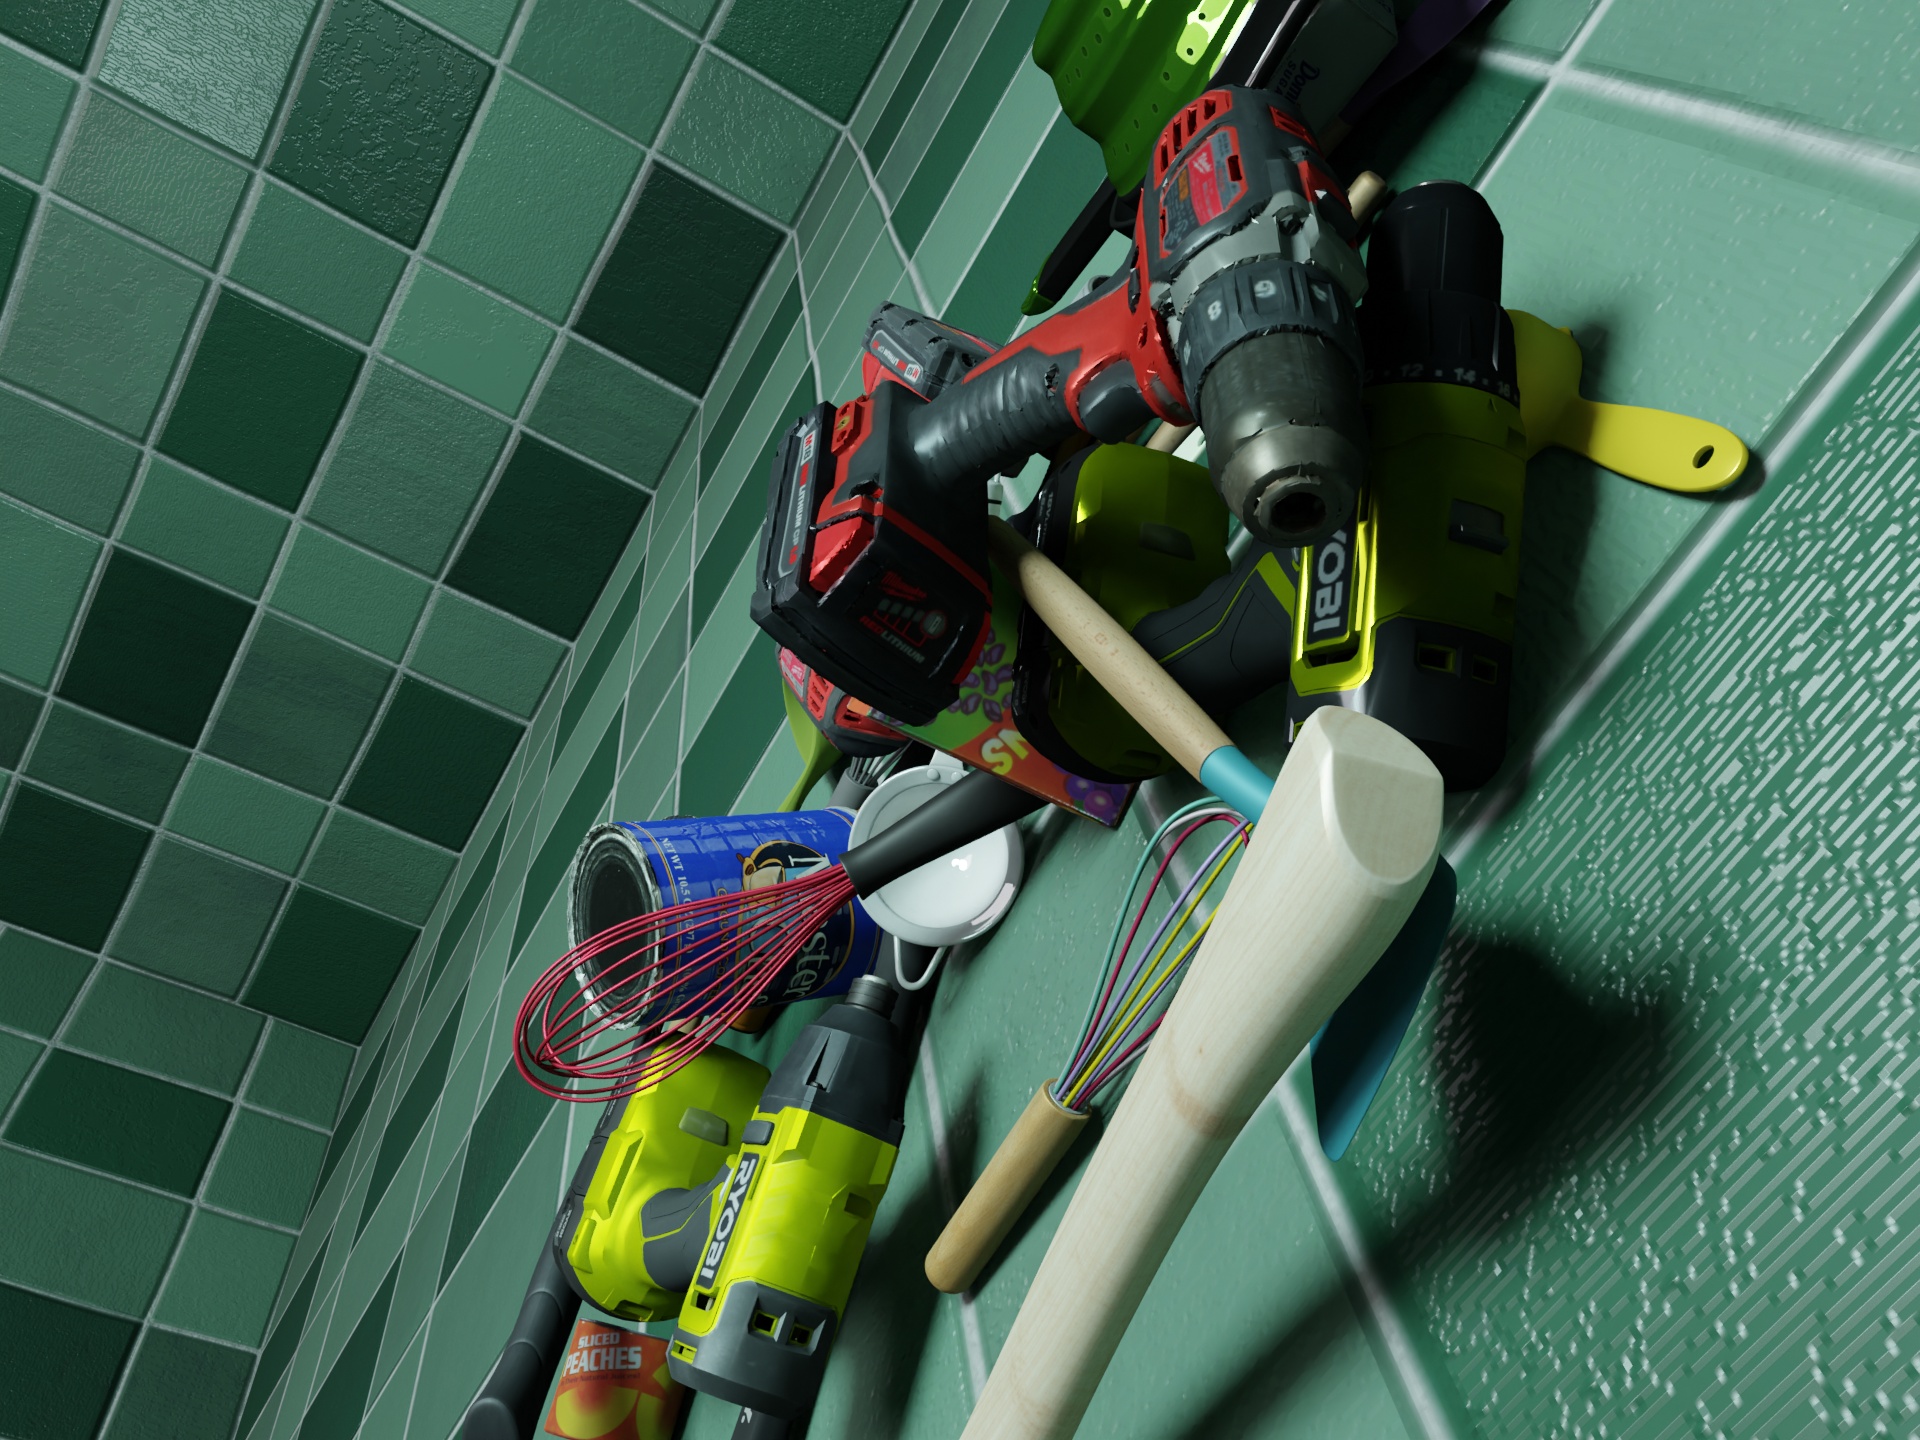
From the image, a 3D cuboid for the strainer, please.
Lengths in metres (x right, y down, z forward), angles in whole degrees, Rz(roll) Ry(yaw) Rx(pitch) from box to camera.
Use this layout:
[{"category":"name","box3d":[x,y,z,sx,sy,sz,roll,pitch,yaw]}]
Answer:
[{"category":"strainer","box3d":[-0.001,-0.002,0.755,0.050,0.087,0.258,-19,-63,-75]}]

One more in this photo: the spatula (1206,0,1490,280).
[{"category":"spatula","box3d":[0.173,-0.279,0.787,0.316,0.018,0.060,-41,28,46]}]

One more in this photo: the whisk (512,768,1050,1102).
[{"category":"whisk","box3d":[-0.066,0.081,0.714,0.296,0.073,0.073,-30,20,-6]}]

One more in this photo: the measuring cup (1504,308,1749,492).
[{"category":"measuring cup","box3d":[0.190,-0.098,0.500,0.062,0.029,0.157,-60,17,12]}]

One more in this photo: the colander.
[{"category":"colander","box3d":[0.073,-0.322,0.819,0.204,0.094,0.397,-67,11,-18]}]

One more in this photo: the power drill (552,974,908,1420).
[{"category":"power drill","box3d":[-0.099,0.201,0.712,0.223,0.080,0.171,-22,44,59]}]

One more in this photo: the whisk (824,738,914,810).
[{"category":"whisk","box3d":[-0.062,0.037,0.960,0.239,0.055,0.055,-61,19,23]}]

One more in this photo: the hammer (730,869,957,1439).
[{"category":"hammer","box3d":[-0.059,0.226,0.735,0.146,0.035,0.335,-29,40,60]}]

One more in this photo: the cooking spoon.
[{"category":"cooking spoon","box3d":[0.102,-0.138,0.792,0.318,0.017,0.069,-51,24,36]}]

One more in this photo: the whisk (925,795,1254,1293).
[{"category":"whisk","box3d":[0.048,0.123,0.579,0.245,0.051,0.047,-60,25,22]}]

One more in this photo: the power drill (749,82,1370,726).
[{"category":"power drill","box3d":[0.034,-0.086,0.519,0.226,0.080,0.188,-33,38,32]}]

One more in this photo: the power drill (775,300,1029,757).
[{"category":"power drill","box3d":[-0.037,-0.103,0.859,0.219,0.078,0.143,-67,30,17]}]

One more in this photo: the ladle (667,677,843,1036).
[{"category":"ladle","box3d":[-0.135,0.084,0.996,0.078,0.062,0.320,98,-170,-49]}]

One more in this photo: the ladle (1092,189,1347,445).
[{"category":"ladle","box3d":[0.090,-0.155,0.823,0.069,0.031,0.315,-34,-13,-47]}]

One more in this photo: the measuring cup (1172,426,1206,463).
[{"category":"measuring cup","box3d":[0.081,-0.069,0.738,0.167,0.038,0.083,-52,23,26]}]

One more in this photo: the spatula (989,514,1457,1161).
[{"category":"spatula","box3d":[0.061,-0.001,0.503,0.318,0.044,0.082,52,133,52]}]

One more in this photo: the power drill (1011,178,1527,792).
[{"category":"power drill","box3d":[0.108,-0.067,0.566,0.228,0.080,0.191,-14,66,64]}]

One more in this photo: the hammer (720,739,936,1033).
[{"category":"hammer","box3d":[-0.055,0.074,0.902,0.336,0.034,0.127,-54,29,32]}]

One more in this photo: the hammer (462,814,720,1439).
[{"category":"hammer","box3d":[-0.194,0.231,0.891,0.409,0.036,0.149,-80,-12,-57]}]

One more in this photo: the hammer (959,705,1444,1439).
[{"category":"hammer","box3d":[0.027,0.172,0.457,0.146,0.038,0.410,-102,29,-60]}]
